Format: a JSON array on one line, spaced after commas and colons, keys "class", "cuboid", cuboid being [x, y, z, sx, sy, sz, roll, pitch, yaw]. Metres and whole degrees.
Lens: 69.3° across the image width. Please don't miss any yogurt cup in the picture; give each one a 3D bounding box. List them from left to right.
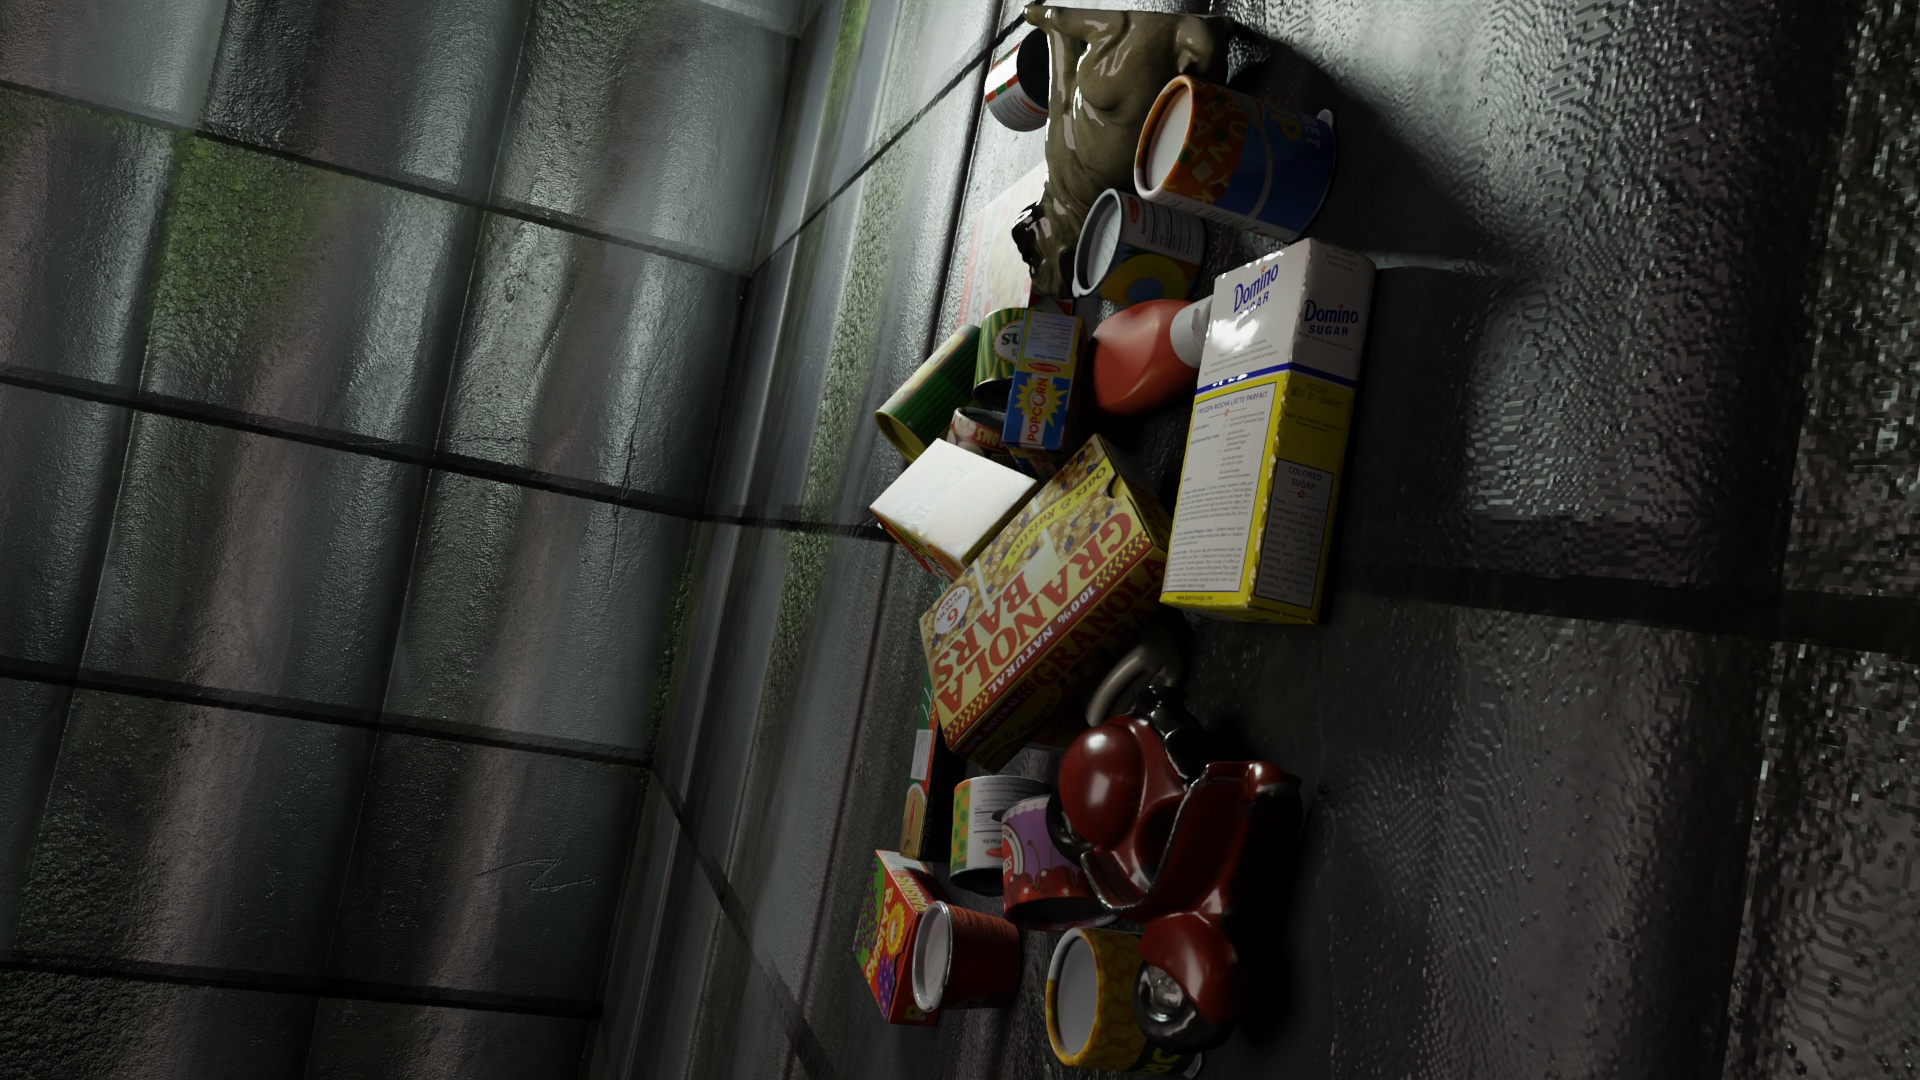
[{"class": "yogurt cup", "cuboid": [0.005, 0.269, 0.891, 0.072, 0.054, 0.072, -167, 89, -72]}]

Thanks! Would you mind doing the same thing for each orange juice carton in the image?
[{"class": "orange juice carton", "cuboid": [0.003, -0.012, 0.950, 0.072, 0.073, 0.193, -46, 29, -8]}]

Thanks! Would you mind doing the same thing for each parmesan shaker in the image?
[{"class": "parmesan shaker", "cuboid": [-0.009, -0.112, 1.091, 0.103, 0.071, 0.071, -47, 12, -14]}]

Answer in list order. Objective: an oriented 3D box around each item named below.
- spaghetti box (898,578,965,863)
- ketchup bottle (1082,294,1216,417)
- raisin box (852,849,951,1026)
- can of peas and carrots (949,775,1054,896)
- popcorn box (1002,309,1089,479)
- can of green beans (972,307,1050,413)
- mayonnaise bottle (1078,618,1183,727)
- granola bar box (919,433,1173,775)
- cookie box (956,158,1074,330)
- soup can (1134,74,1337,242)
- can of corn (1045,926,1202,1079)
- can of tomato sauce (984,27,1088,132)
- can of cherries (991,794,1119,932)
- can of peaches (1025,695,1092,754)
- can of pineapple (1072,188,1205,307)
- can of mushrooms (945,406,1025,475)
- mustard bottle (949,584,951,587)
[{"class": "spaghetti box", "cuboid": [-0.010, 0.121, 1.073, 0.050, 0.029, 0.250, 160, 120, -69]}, {"class": "ketchup bottle", "cuboid": [0.119, -0.111, 0.802, 0.148, 0.043, 0.065, 172, 109, -71]}, {"class": "raisin box", "cuboid": [-0.043, 0.296, 1.044, 0.123, 0.040, 0.086, -151, 74, -71]}, {"class": "can of peas and carrots", "cuboid": [0.027, 0.184, 0.860, 0.070, 0.071, 0.059, 130, 147, -56]}, {"class": "popcorn box", "cuboid": [0.059, -0.091, 0.901, 0.126, 0.038, 0.085, 39, -118, -79]}, {"class": "can of green beans", "cuboid": [0.045, -0.129, 1.006, 0.071, 0.071, 0.058, 147, 132, -66]}, {"class": "mayonnaise bottle", "cuboid": [0.086, 0.044, 0.810, 0.064, 0.041, 0.149, -57, 24, 28]}, {"class": "granola bar box", "cuboid": [0.049, 0.034, 0.788, 0.165, 0.039, 0.125, -47, 29, 18]}, {"class": "cookie box", "cuboid": [0.048, -0.218, 1.099, 0.167, 0.040, 0.123, 170, 111, -70]}, {"class": "soup can", "cuboid": [0.143, -0.201, 0.723, 0.071, 0.084, 0.071, -166, 89, -72]}, {"class": "can of corn", "cuboid": [0.081, 0.227, 0.678, 0.071, 0.058, 0.071, -167, 89, -73]}, {"class": "can of tomato sauce", "cuboid": [0.063, -0.368, 1.105, 0.083, 0.071, 0.071, -167, 89, -73]}, {"class": "can of cherries", "cuboid": [0.053, 0.180, 0.772, 0.071, 0.071, 0.058, 126, 149, -52]}, {"class": "can of peaches", "cuboid": [0.057, 0.092, 0.838, 0.071, 0.058, 0.071, -167, 89, -73]}, {"class": "can of pineapple", "cuboid": [0.109, -0.175, 0.853, 0.071, 0.058, 0.071, -167, 89, -73]}, {"class": "can of mushrooms", "cuboid": [0.023, -0.073, 1.035, 0.071, 0.071, 0.033, -121, 47, -65]}, {"class": "mustard bottle", "cuboid": [0.018, 0.032, 1.010, 0.161, 0.049, 0.065, -105, 35, -55]}]
